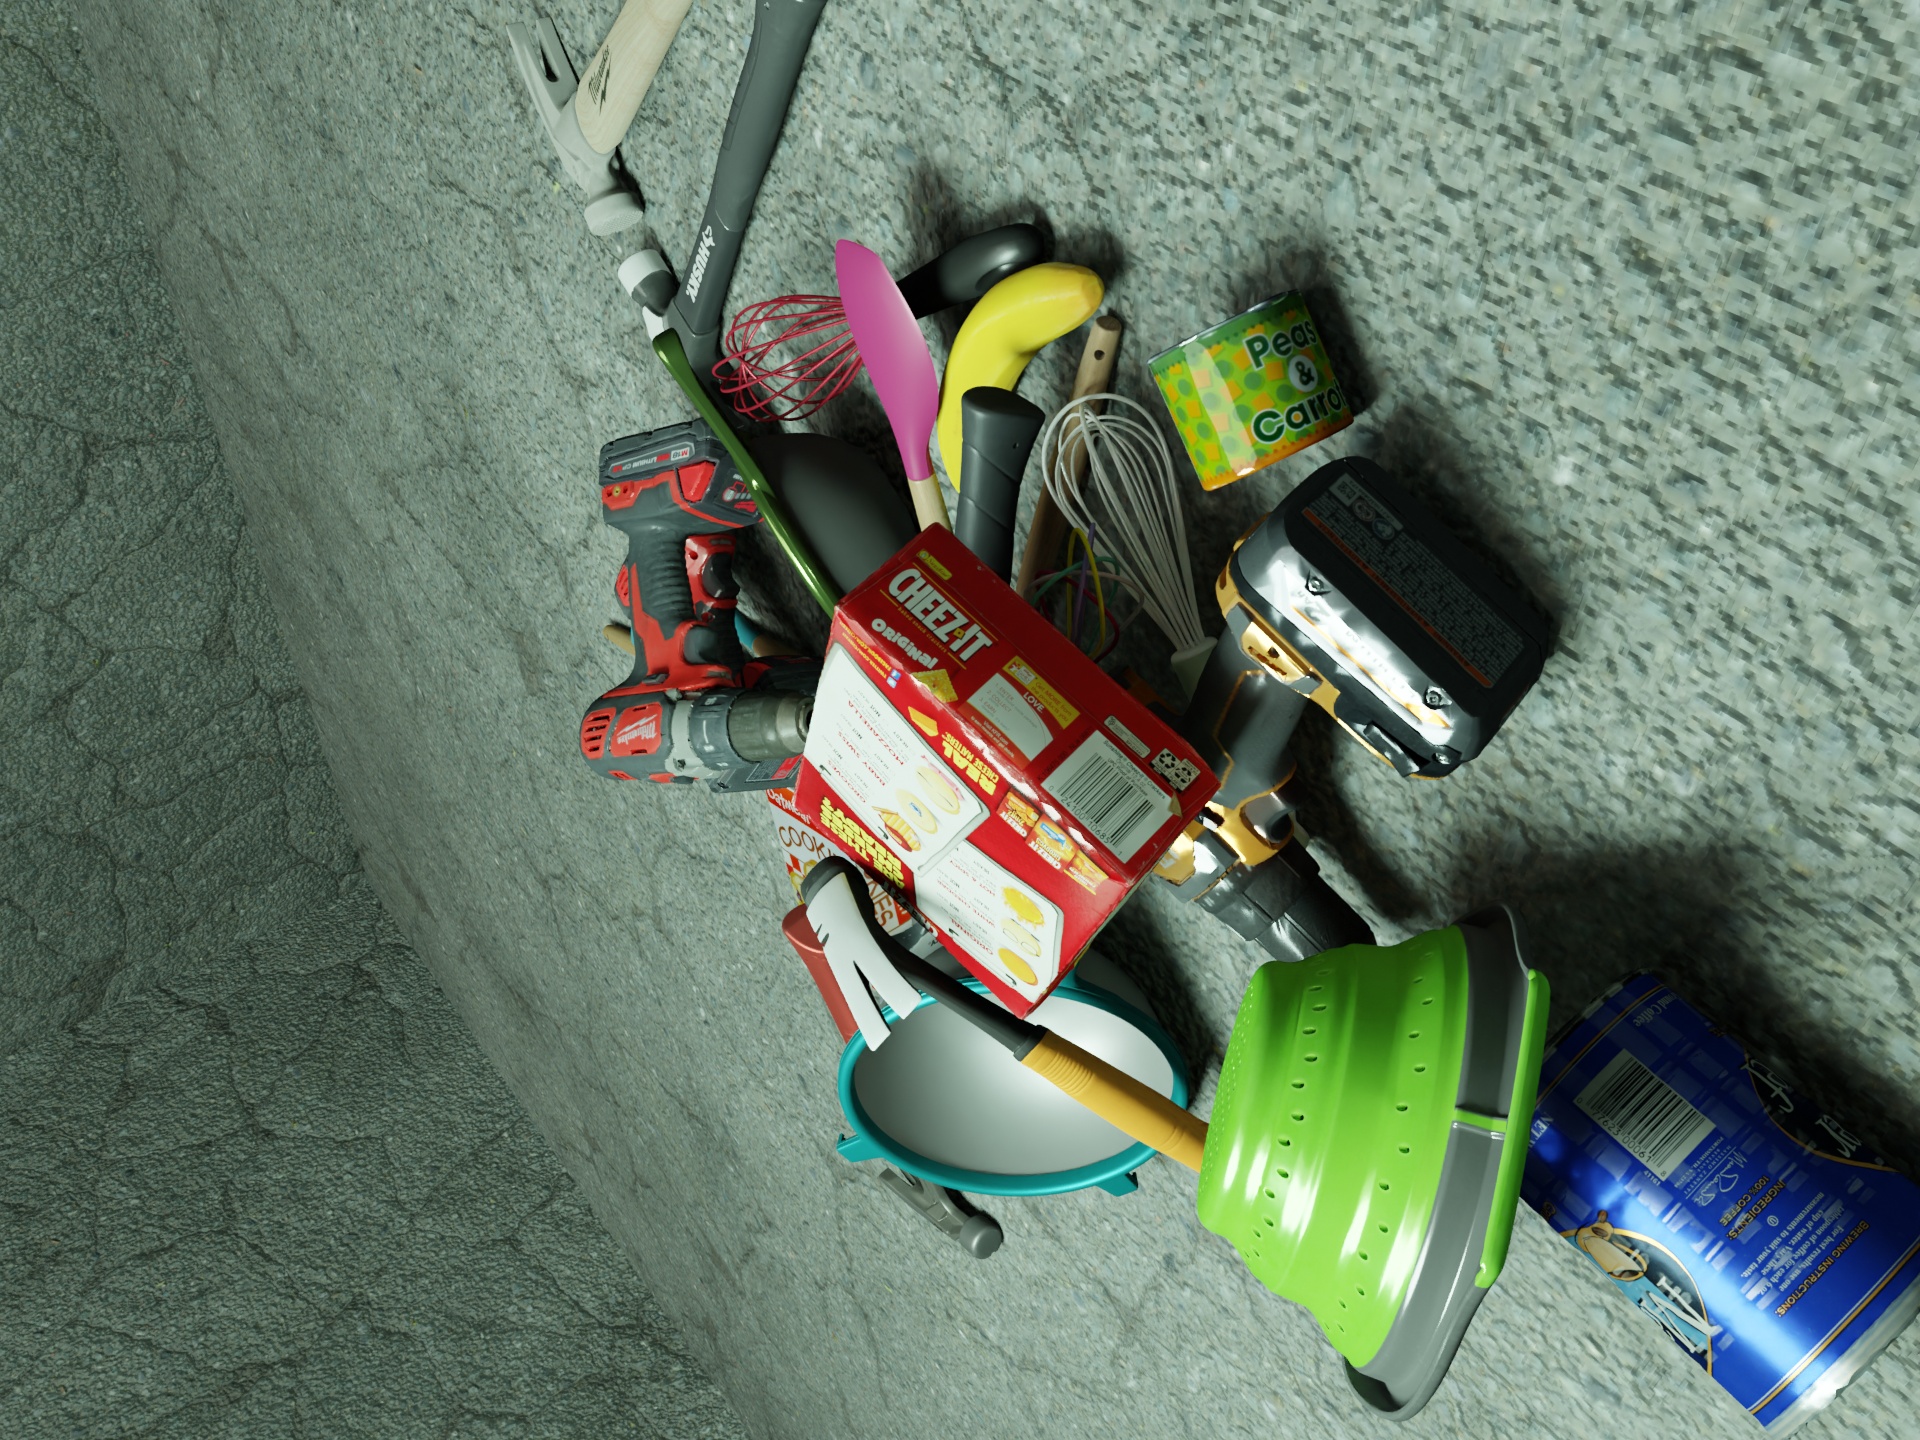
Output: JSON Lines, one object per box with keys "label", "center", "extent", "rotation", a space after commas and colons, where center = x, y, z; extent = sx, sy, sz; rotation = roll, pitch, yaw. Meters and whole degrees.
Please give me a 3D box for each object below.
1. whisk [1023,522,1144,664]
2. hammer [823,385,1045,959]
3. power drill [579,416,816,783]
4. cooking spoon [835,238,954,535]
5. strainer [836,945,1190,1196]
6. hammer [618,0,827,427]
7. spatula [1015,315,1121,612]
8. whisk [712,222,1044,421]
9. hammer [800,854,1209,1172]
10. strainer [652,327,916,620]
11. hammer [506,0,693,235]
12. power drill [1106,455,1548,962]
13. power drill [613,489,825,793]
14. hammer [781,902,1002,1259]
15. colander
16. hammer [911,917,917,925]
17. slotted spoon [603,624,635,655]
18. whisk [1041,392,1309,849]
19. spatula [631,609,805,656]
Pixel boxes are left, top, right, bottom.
{"label": "whisk", "center": [0.056, -0.027, 0.793], "extent": [0.047, 0.051, 0.244], "rotation": [46, 167, 15]}
{"label": "hammer", "center": [-0.001, -0.003, 0.870], "extent": [0.036, 0.149, 0.408], "rotation": [46, 146, 34]}
{"label": "power drill", "center": [-0.161, -0.072, 1.021], "extent": [0.188, 0.080, 0.227], "rotation": [-5, 79, 36]}
{"label": "cooking spoon", "center": [-0.016, -0.113, 0.865], "extent": [0.069, 0.017, 0.318], "rotation": [35, 153, 42]}
{"label": "strainer", "center": [0.043, 0.149, 0.942], "extent": [0.095, 0.211, 0.340], "rotation": [-87, 7, -51]}
{"label": "hammer", "center": [-0.131, -0.305, 0.934], "extent": [0.146, 0.035, 0.334], "rotation": [58, 151, 9]}
{"label": "spatula", "center": [0.039, -0.083, 0.849], "extent": [0.060, 0.018, 0.315], "rotation": [17, 139, 1]}
{"label": "whisk", "center": [-0.051, -0.215, 0.857], "extent": [0.296, 0.073, 0.073], "rotation": [-5, 110, 54]}
{"label": "hammer", "center": [0.057, 0.186, 0.848], "extent": [0.336, 0.034, 0.127], "rotation": [36, -170, -32]}
{"label": "strainer", "center": [-0.086, -0.144, 0.896], "extent": [0.152, 0.069, 0.256], "rotation": [61, -176, 34]}
{"label": "hammer", "center": [-0.170, -0.421, 0.896], "extent": [0.410, 0.038, 0.146], "rotation": [-15, 100, 61]}
{"label": "power drill", "center": [0.147, 0.019, 0.678], "extent": [0.185, 0.084, 0.226], "rotation": [45, 144, 6]}
{"label": "power drill", "center": [-0.163, -0.068, 1.121], "extent": [0.143, 0.078, 0.220], "rotation": [-51, 58, 34]}
{"label": "hammer", "center": [-0.070, 0.287, 1.294], "extent": [0.149, 0.037, 0.358], "rotation": [23, 142, 49]}
{"label": "colander", "center": [0.155, 0.188, 0.711], "extent": [0.094, 0.205, 0.396], "rotation": [14, 162, 8]}
{"label": "hammer", "center": [-0.025, 0.123, 1.084], "extent": [0.128, 0.033, 0.330], "rotation": [-125, 16, -50]}
{"label": "slotted spoon", "center": [-0.236, -0.046, 1.342], "extent": [0.314, 0.031, 0.070], "rotation": [23, 133, 52]}
{"label": "whisk", "center": [0.109, -0.041, 0.760], "extent": [0.246, 0.059, 0.058], "rotation": [63, -171, -9]}
{"label": "spatula", "center": [-0.142, -0.045, 1.166], "extent": [0.318, 0.044, 0.082], "rotation": [29, 114, 44]}
